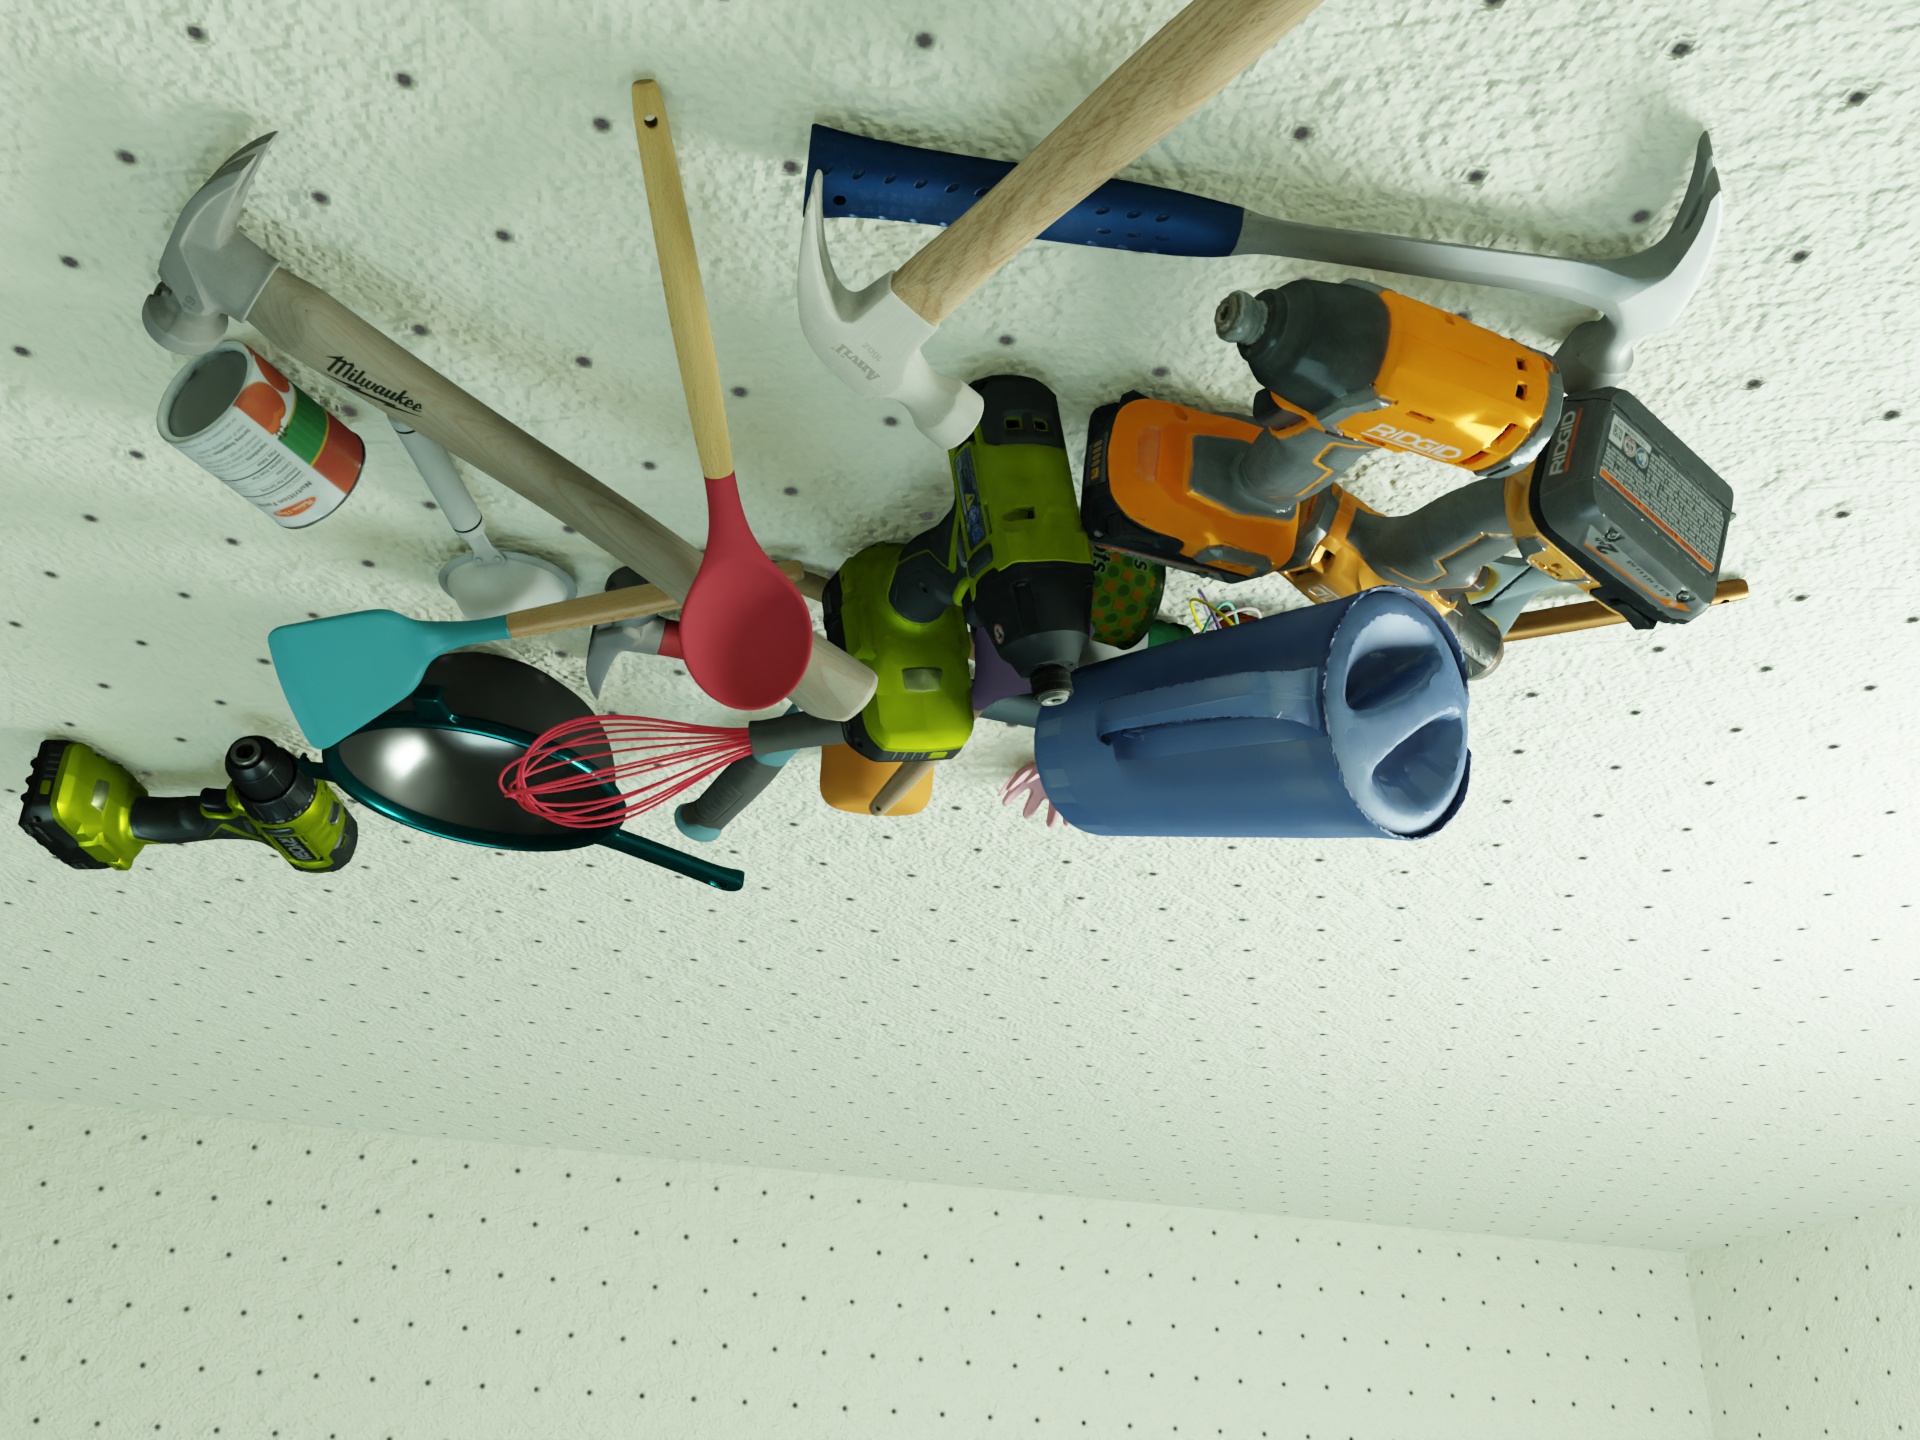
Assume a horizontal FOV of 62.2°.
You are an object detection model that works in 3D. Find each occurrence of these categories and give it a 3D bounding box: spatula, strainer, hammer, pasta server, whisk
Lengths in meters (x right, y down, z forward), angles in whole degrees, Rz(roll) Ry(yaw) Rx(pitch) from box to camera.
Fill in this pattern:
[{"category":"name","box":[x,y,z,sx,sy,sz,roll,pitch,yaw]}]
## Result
[{"category":"spatula","box":[-0.252,-0.057,0.975,0.317,0.044,0.082,-12,116,-2]},{"category":"strainer","box":[-0.293,0.036,1.181,0.340,0.095,0.211,27,146,-37]},{"category":"spatula","box":[0.327,-0.064,1.018,0.322,0.041,0.081,-9,153,14]},{"category":"hammer","box":[-0.064,-0.023,1.115,0.386,0.038,0.143,11,153,-16]},{"category":"pasta server","box":[0.122,0.044,1.140,0.060,0.040,0.316,32,162,-21]},{"category":"strainer","box":[-0.296,-0.112,0.960,0.087,0.050,0.258,-4,149,4]},{"category":"hammer","box":[0.058,-0.236,0.631,0.130,0.031,0.331,34,131,-30]},{"category":"whisk","box":[-0.151,0.015,1.014,0.296,0.073,0.073,-11,152,4]},{"category":"spatula","box":[-0.002,-0.003,1.032,0.060,0.018,0.315,41,145,0]},{"category":"hammer","box":[-0.144,0.028,1.154,0.128,0.033,0.331,15,154,-21]},{"category":"hammer","box":[0.134,-0.221,0.707,0.405,0.035,0.144,6,153,-6]},{"category":"whisk","box":[0.188,-0.023,1.067,0.047,0.051,0.244,10,164,21]},{"category":"hammer","box":[-0.205,-0.125,0.815,0.410,0.038,0.146,35,142,-23]}]

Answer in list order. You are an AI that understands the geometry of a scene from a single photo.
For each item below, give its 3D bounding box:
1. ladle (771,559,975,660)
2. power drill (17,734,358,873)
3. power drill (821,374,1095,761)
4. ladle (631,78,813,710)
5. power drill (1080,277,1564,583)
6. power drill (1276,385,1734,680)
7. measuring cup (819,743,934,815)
[{"category":"ladle","box":[0.021,-0.050,1.057,0.320,0.062,0.078,20,120,-16]},{"category":"power drill","box":[-0.631,0.065,1.302,0.228,0.080,0.190,0,153,-1]},{"category":"power drill","box":[0.000,-0.063,0.886,0.080,0.171,0.223,-1,161,-25]},{"category":"ladle","box":[-0.121,-0.141,0.759,0.069,0.031,0.315,-12,126,-9]},{"category":"power drill","box":[0.147,-0.140,0.765,0.164,0.084,0.226,13,165,-24]},{"category":"power drill","box":[0.292,-0.084,0.859,0.185,0.084,0.226,30,159,-27]},{"category":"measuring cup","box":[-0.053,0.038,1.167,0.095,0.052,0.173,7,171,-13]}]
